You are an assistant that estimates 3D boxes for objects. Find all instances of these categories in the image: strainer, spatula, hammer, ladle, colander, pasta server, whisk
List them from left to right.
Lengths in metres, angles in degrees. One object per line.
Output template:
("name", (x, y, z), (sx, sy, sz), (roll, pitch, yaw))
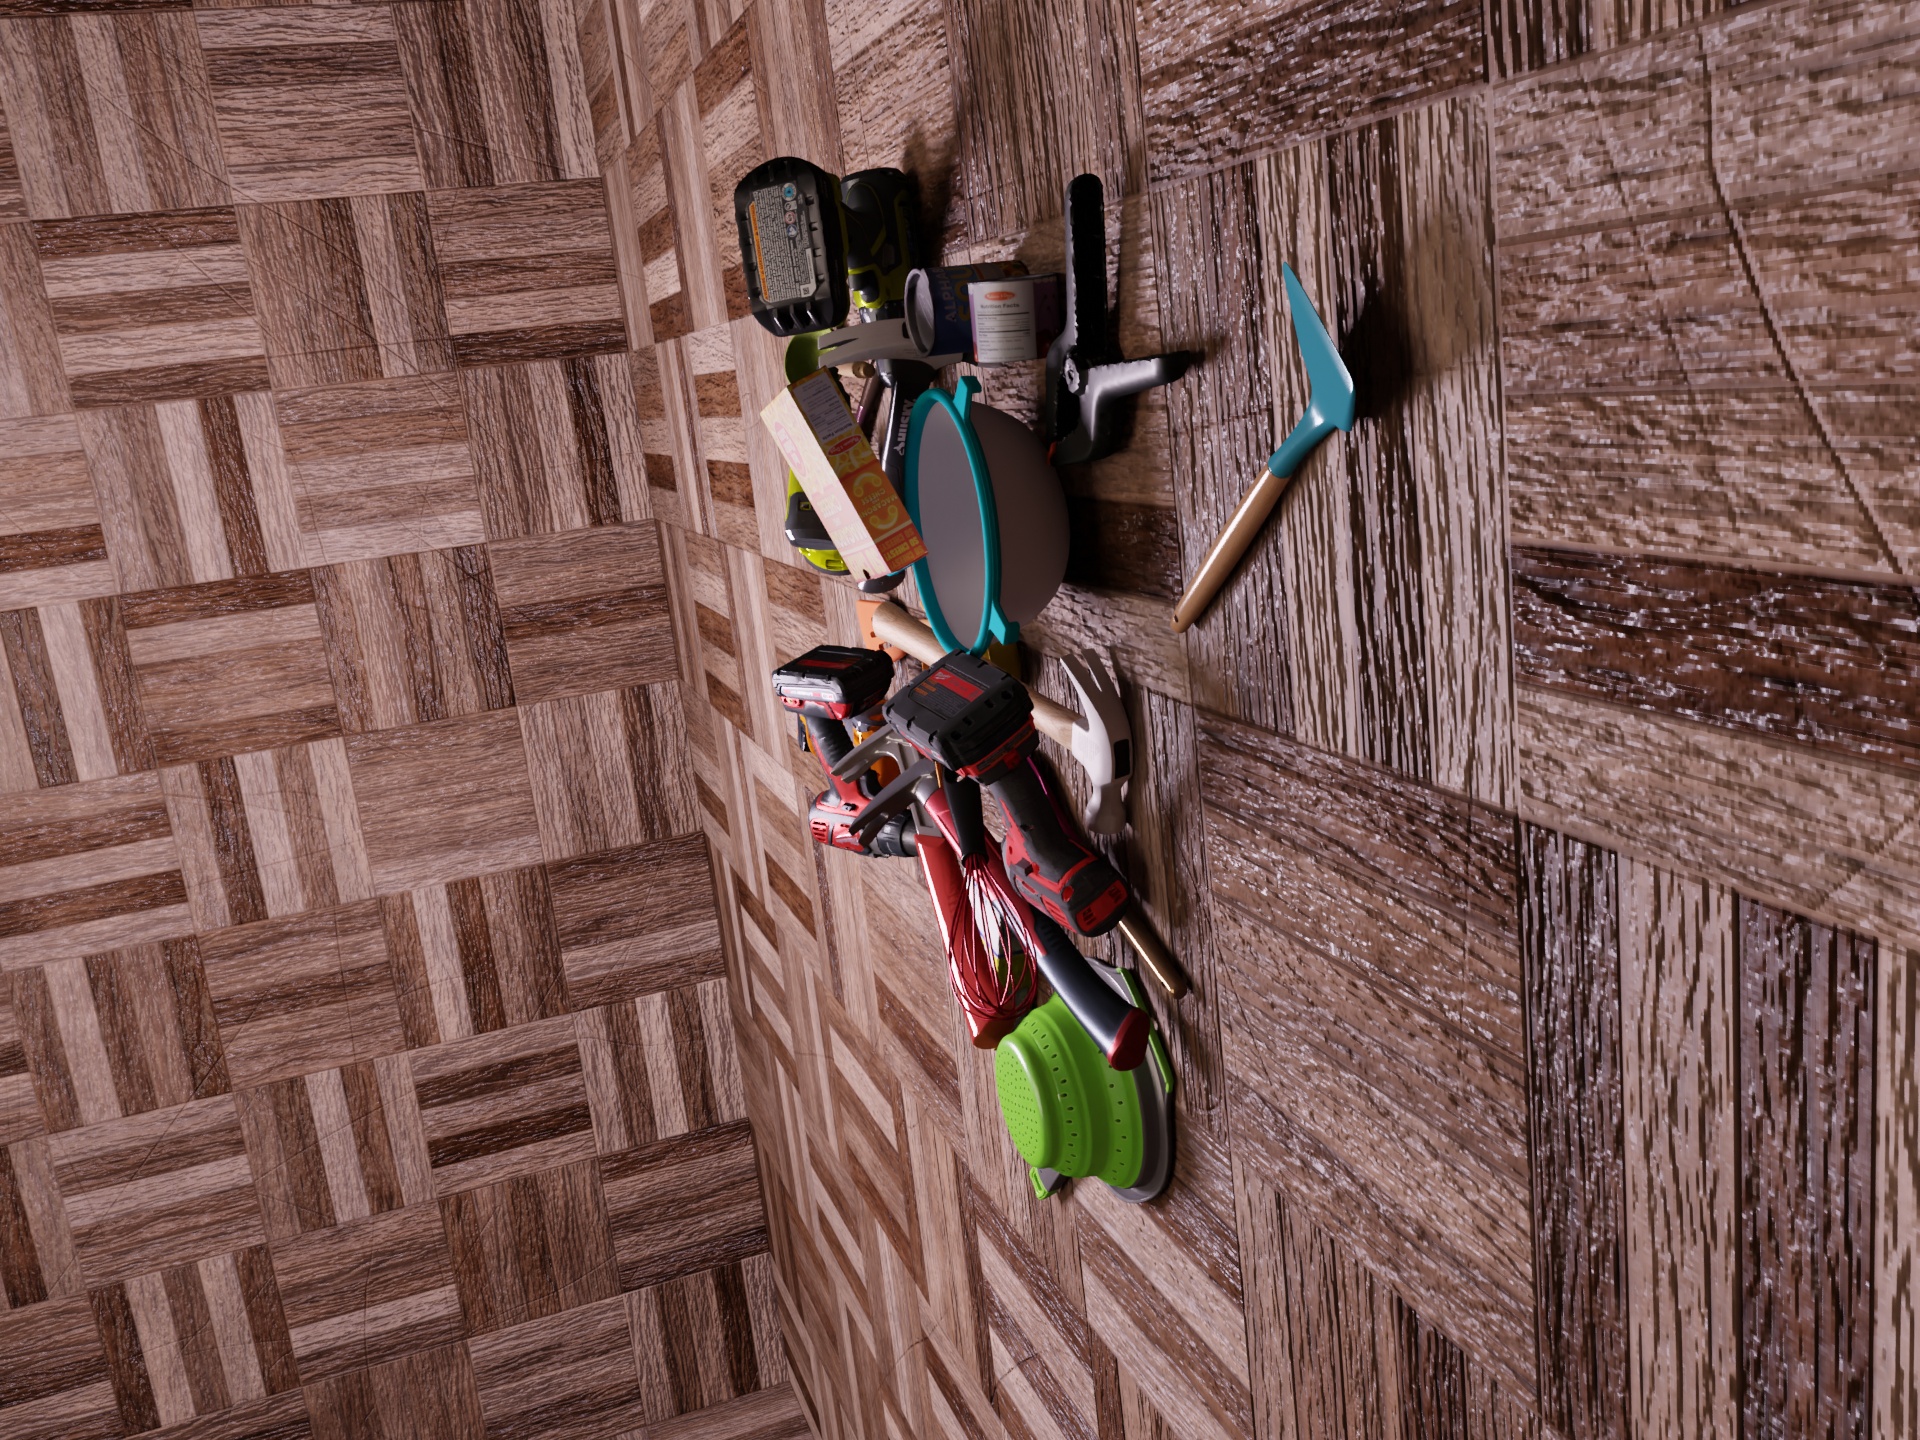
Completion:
("ladle", (-0.128, -0.358, 1.591), (0.320, 0.062, 0.078), (-132, 60, -71))
("pasta server", (-0.097, -0.337, 1.605), (0.316, 0.040, 0.060), (122, 159, -63))
("hammer", (-0.061, -0.220, 1.387), (0.334, 0.146, 0.035), (106, 162, -56))
("spatula", (-0.056, -0.089, 1.584), (0.323, 0.041, 0.081), (-165, 60, -78))
("hammer", (-0.024, 0.143, 1.461), (0.036, 0.149, 0.359), (36, -152, -45))
("strainer", (0.012, -0.153, 1.291), (0.340, 0.095, 0.211), (175, 85, -75))
("whisk", (0.014, 0.128, 1.303), (0.296, 0.073, 0.073), (-100, 11, -50))
("hammer", (0.026, -0.032, 1.298), (0.332, 0.031, 0.130), (33, 131, 47))
("hammer", (0.033, 0.159, 1.330), (0.038, 0.143, 0.387), (51, -179, -43))
("colander", (0.076, 0.351, 1.382), (0.396, 0.094, 0.205), (106, 148, -55))
("spatula", (0.164, -0.130, 0.914), (0.317, 0.044, 0.082), (112, 139, -61))

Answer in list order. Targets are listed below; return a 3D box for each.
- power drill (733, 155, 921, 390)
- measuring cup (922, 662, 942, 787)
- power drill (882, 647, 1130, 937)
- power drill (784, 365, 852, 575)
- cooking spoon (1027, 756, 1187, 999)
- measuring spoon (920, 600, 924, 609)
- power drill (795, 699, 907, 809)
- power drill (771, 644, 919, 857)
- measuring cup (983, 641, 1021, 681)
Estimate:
("power drill", (-0.095, -0.379, 1.354), (0.228, 0.080, 0.190), (-24, -72, -66))
("measuring cup", (-0.002, -0.004, 1.407), (0.174, 0.052, 0.095), (-97, 0, -49))
("power drill", (0.037, 0.059, 1.205), (0.219, 0.078, 0.143), (58, 166, -28))
("power drill", (-0.126, -0.237, 1.558), (0.223, 0.080, 0.171), (78, -164, -83))
("cooking spoon", (0.105, 0.119, 1.283), (0.319, 0.017, 0.068), (-124, 27, -52))
("measuring spoon", (-0.029, -0.105, 1.494), (0.021, 0.011, 0.117), (45, -172, -2))
("power drill", (-0.120, 0.029, 1.825), (0.227, 0.084, 0.164), (-138, 40, -56))
("power drill", (-0.096, 0.043, 1.659), (0.188, 0.080, 0.226), (8, 119, 40))
("measuring cup", (0.038, -0.023, 1.410), (0.156, 0.029, 0.062), (84, 173, -56))
